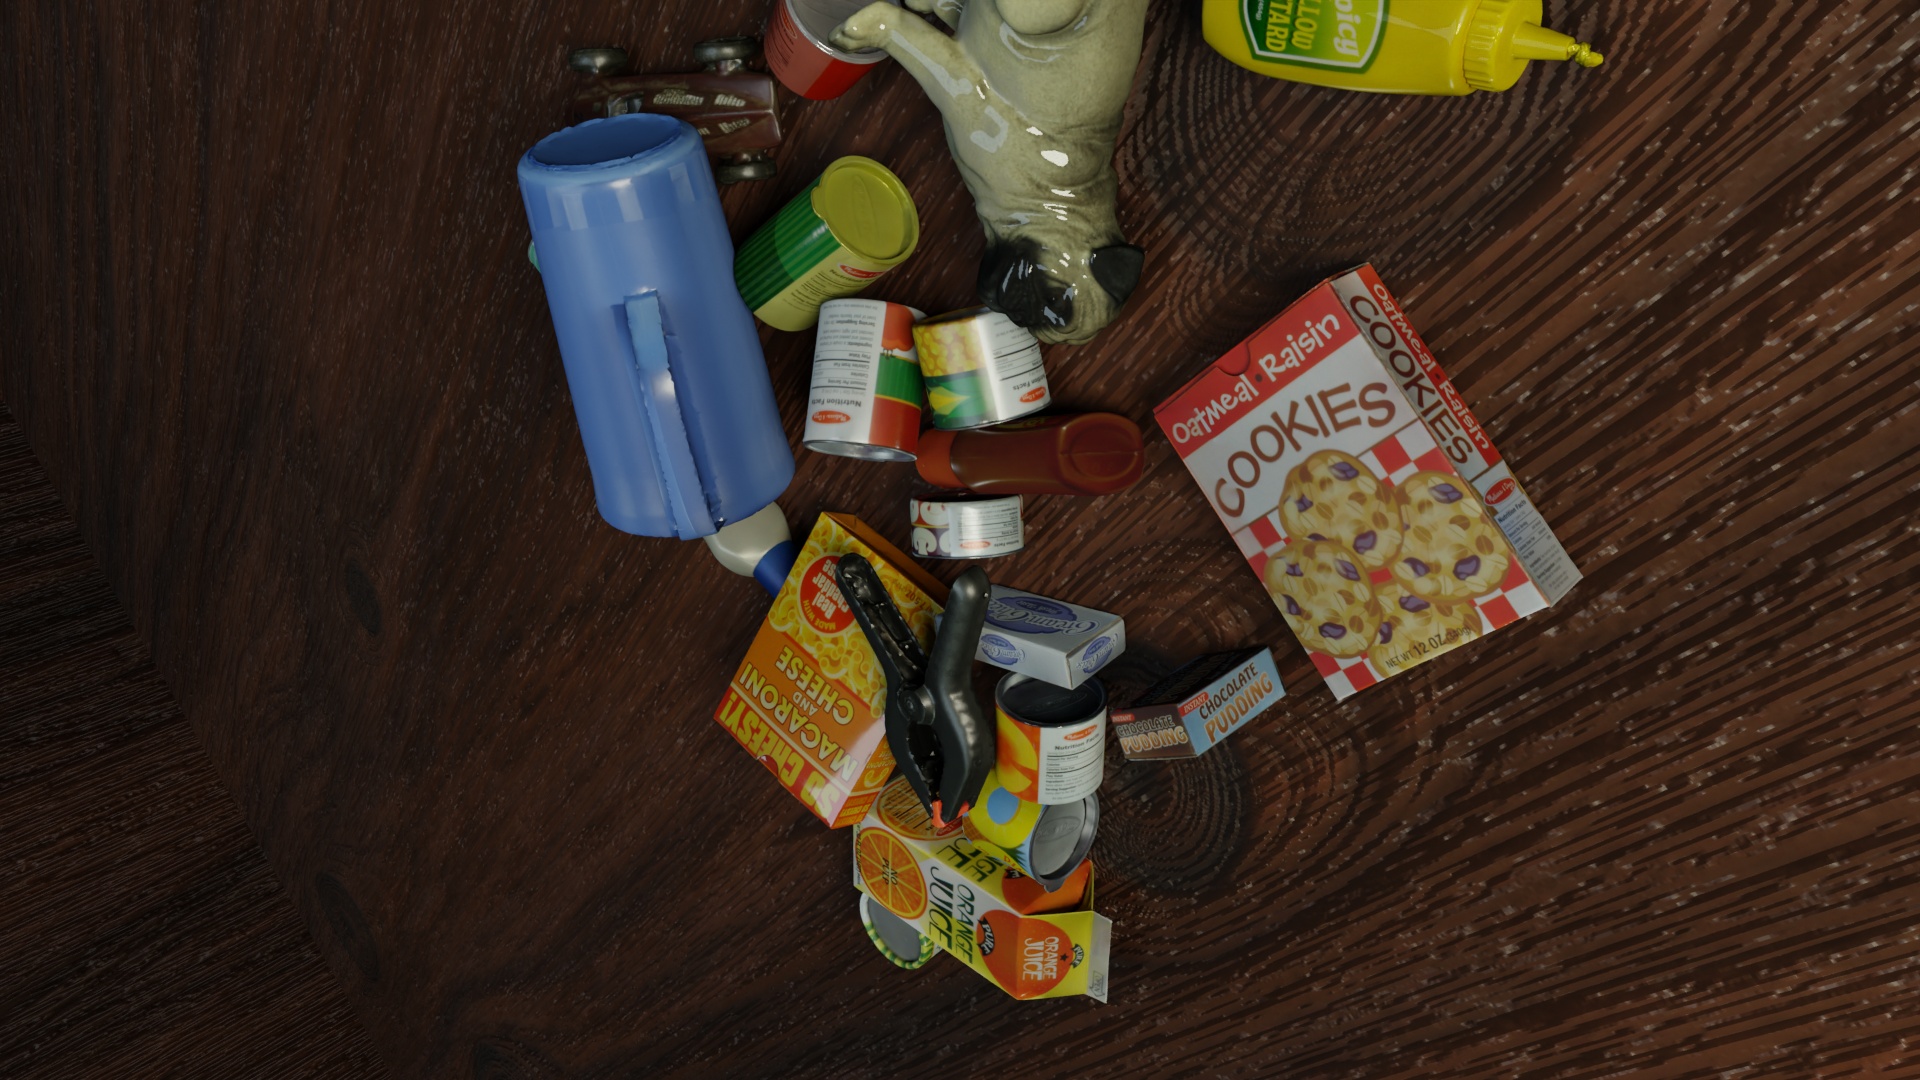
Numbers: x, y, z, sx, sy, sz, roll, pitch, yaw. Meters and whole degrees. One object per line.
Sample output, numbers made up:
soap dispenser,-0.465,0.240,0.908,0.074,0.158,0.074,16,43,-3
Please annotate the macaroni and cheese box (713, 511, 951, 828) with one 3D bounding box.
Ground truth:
macaroni and cheese box,-0.078,0.083,0.907,0.124,0.040,0.166,37,105,28

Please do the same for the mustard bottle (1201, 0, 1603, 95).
mustard bottle,0.172,-0.207,0.545,0.160,0.049,0.065,27,129,35

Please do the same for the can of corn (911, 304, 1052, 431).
can of corn,0.009,-0.096,0.756,0.071,0.071,0.058,1,110,46

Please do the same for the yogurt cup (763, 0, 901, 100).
yogurt cup,-0.072,-0.276,0.752,0.053,0.073,0.072,-30,88,57

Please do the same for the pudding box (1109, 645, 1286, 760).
pudding box,0.123,0.084,0.719,0.049,0.084,0.030,-16,95,49

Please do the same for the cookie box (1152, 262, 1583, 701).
cookie box,0.180,-0.024,0.638,0.167,0.040,0.122,58,139,6

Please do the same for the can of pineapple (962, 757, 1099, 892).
can of pineapple,0.043,0.173,0.859,0.058,0.071,0.070,19,122,40

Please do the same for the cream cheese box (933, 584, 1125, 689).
cream cheese box,0.040,0.054,0.812,0.104,0.053,0.024,13,121,41

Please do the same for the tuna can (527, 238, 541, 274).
tuna can,-0.270,-0.205,0.992,0.033,0.071,0.070,53,138,11

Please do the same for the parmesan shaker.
parmesan shaker,-0.083,-0.171,0.809,0.102,0.071,0.071,-23,93,49

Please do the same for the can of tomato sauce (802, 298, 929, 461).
can of tomato sauce,-0.053,-0.091,0.804,0.071,0.071,0.083,2,84,45

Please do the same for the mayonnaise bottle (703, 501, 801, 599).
mayonnaise bottle,-0.156,-0.012,0.977,0.148,0.065,0.041,45,157,14

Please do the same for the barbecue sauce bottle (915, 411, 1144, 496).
barbecue sauce bottle,0.030,-0.047,0.767,0.148,0.065,0.043,4,96,54

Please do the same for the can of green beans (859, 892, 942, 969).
can of green beans,-0.029,0.261,0.987,0.071,0.058,0.071,23,125,37

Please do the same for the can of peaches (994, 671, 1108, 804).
can of peaches,0.052,0.113,0.822,0.071,0.071,0.057,23,126,37

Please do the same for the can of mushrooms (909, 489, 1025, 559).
can of mushrooms,0.003,-0.010,0.806,0.071,0.071,0.033,5,102,45

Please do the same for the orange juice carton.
orange juice carton,0.020,0.227,0.907,0.193,0.073,0.071,25,126,36
